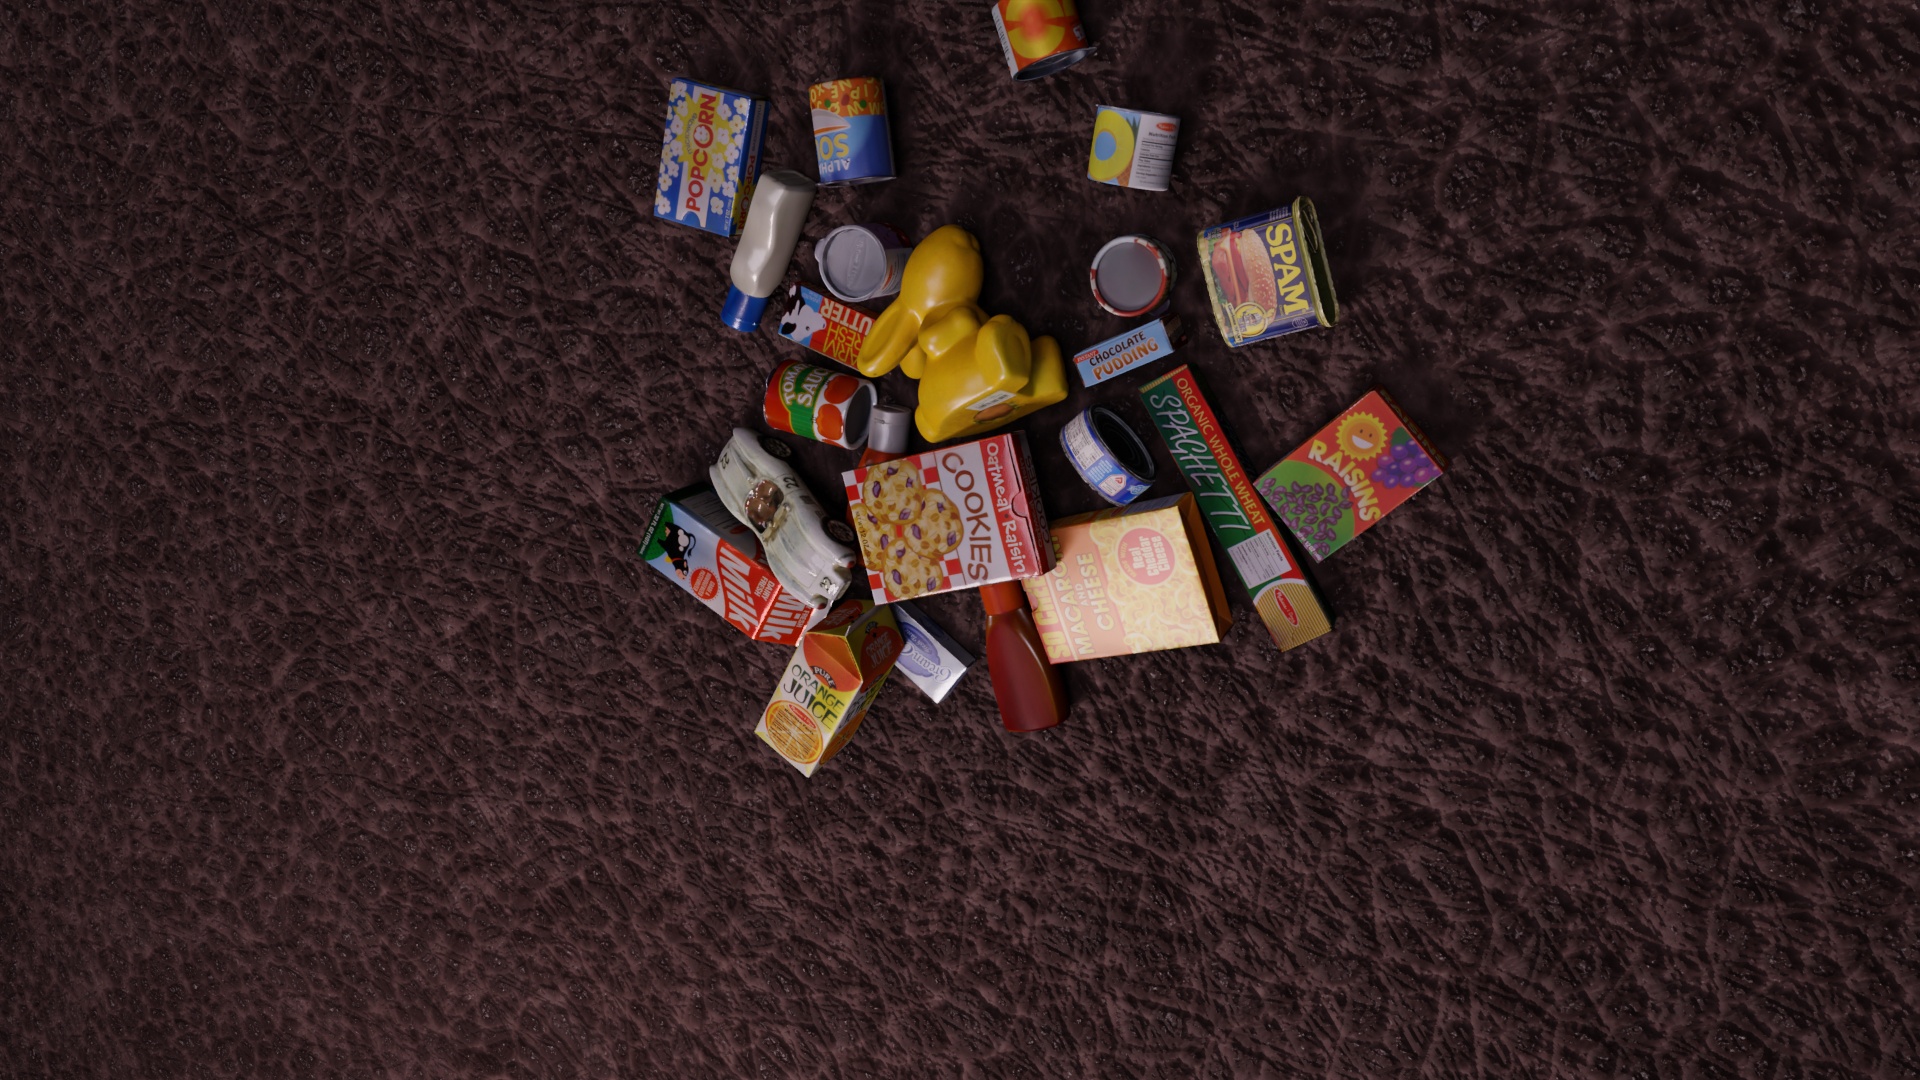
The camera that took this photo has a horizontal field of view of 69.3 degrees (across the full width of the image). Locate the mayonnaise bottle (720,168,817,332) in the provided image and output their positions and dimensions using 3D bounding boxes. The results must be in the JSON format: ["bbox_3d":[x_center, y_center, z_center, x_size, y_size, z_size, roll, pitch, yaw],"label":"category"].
[{"bbox_3d":[-0.178,-0.261,1.256,0.041,0.065,0.147,33,118,12],"label":"mayonnaise bottle"}]

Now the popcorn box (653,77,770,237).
[{"bbox_3d":[-0.227,-0.350,1.267,0.085,0.038,0.126,19,110,18],"label":"popcorn box"}]

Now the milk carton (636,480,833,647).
[{"bbox_3d":[-0.209,0.029,1.337,0.191,0.074,0.072,34,115,13],"label":"milk carton"}]

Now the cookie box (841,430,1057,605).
[{"bbox_3d":[-0.011,-0.018,1.200,0.167,0.040,0.122,-11,95,27],"label":"cookie box"}]

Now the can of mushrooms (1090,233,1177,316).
[{"bbox_3d":[0.143,-0.215,1.138,0.071,0.033,0.071,6,105,23],"label":"can of mushrooms"}]

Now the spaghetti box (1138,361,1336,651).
[{"bbox_3d":[0.229,-0.029,1.149,0.050,0.029,0.250,-29,91,28],"label":"spaghetti box"}]

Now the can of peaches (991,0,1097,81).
[{"bbox_3d":[0.066,-0.406,1.105,0.071,0.071,0.058,-16,96,27],"label":"can of peaches"}]

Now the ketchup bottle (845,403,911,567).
[{"bbox_3d":[-0.071,-0.049,1.271,0.065,0.044,0.148,18,110,29],"label":"ketchup bottle"}]

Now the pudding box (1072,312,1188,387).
[{"bbox_3d":[0.140,-0.158,1.145,0.083,0.050,0.030,-20,96,27],"label":"pudding box"}]

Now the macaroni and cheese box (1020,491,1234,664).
[{"bbox_3d":[0.134,0.035,1.187,0.166,0.040,0.123,-12,103,33],"label":"macaroni and cheese box"}]

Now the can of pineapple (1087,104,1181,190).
[{"bbox_3d":[0.136,-0.311,1.099,0.071,0.071,0.057,16,110,20],"label":"can of pineapple"}]

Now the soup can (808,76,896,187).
[{"bbox_3d":[-0.095,-0.349,1.189,0.071,0.071,0.083,-2,102,25],"label":"soup can"}]

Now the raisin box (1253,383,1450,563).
[{"bbox_3d":[0.309,-0.053,1.102,0.123,0.040,0.086,-41,84,28],"label":"raisin box"}]

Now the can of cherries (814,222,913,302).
[{"bbox_3d":[-0.084,-0.247,1.218,0.071,0.058,0.071,7,107,23],"label":"can of cherries"}]

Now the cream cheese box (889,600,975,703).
[{"bbox_3d":[-0.041,0.100,1.308,0.104,0.024,0.053,41,117,10],"label":"cream cheese box"}]

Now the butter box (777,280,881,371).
[{"bbox_3d":[-0.112,-0.193,1.264,0.103,0.024,0.053,26,113,17],"label":"butter box"}]

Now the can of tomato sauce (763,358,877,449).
[{"bbox_3d":[-0.127,-0.125,1.263,0.083,0.071,0.071,17,110,19],"label":"can of tomato sauce"}]

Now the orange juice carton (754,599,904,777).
[{"bbox_3d":[-0.117,0.127,1.302,0.073,0.072,0.191,38,128,11],"label":"orange juice carton"}]

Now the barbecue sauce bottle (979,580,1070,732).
[{"bbox_3d":[0.051,0.097,1.254,0.065,0.044,0.148,-12,98,34],"label":"barbecue sauce bottle"}]
